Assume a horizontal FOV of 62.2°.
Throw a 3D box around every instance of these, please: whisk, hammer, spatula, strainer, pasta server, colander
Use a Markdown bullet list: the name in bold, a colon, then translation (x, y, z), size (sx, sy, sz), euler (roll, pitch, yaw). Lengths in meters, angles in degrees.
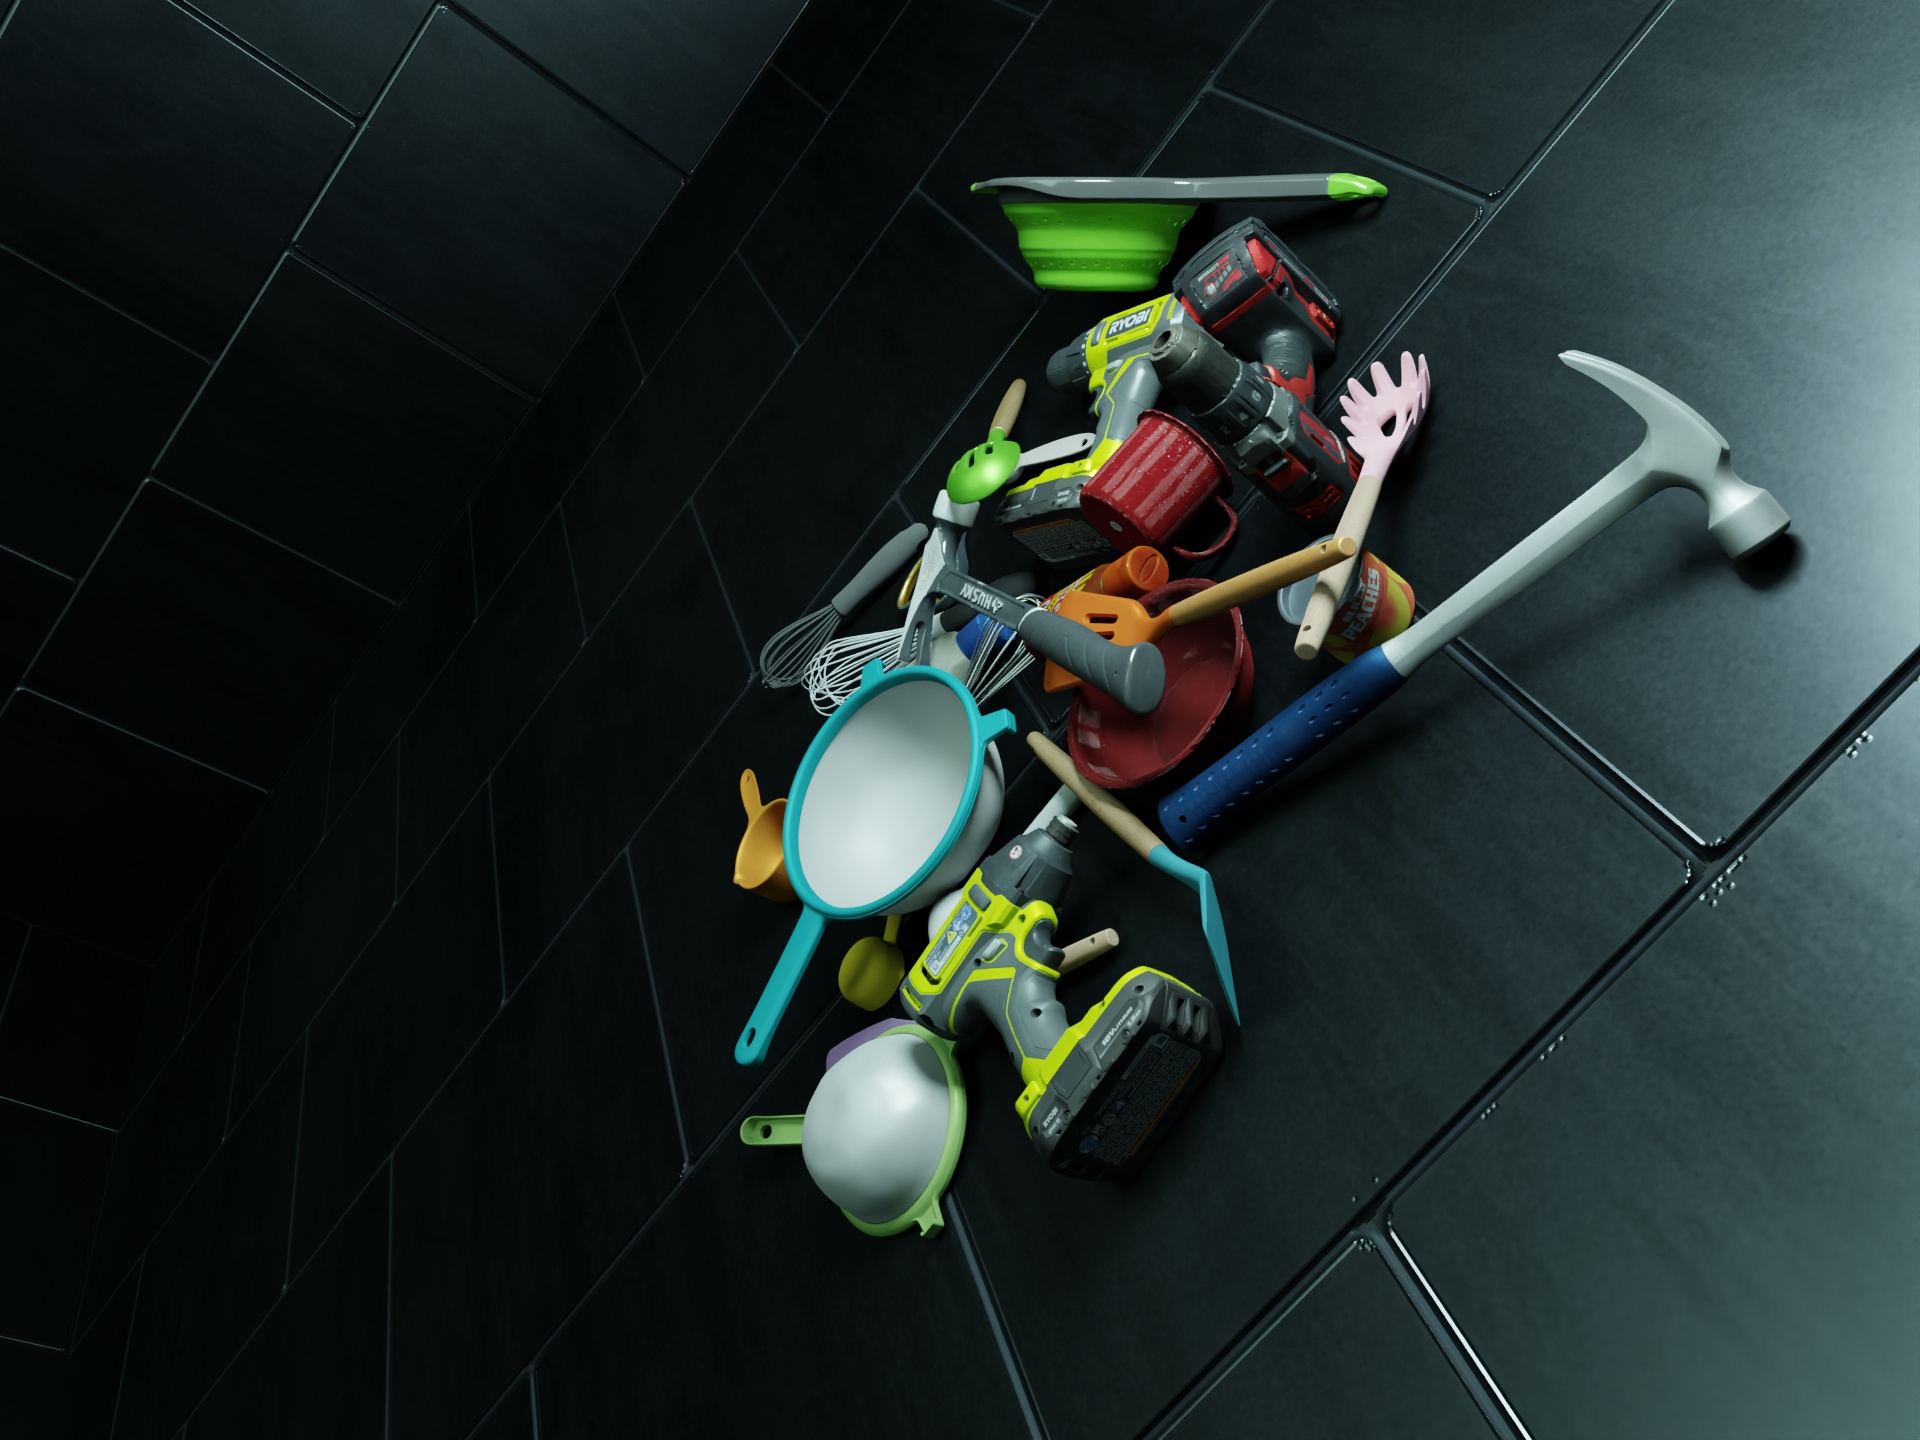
- **whisk**: translation (-0.117, -0.113, 1.586), size (0.239, 0.055, 0.055), euler (-42, 35, 18)
- **hammer**: translation (0.043, -0.071, 1.177), size (0.409, 0.036, 0.149), euler (37, 111, 64)
- **spatula**: translation (0.146, -0.076, 1.029), size (0.322, 0.041, 0.081), euler (-21, 53, 66)
- **strainer**: translation (0.042, 0.101, 1.181), size (0.258, 0.050, 0.087), euler (-51, 17, 7)
- **pasta server**: translation (0.248, -0.140, 0.996), size (0.060, 0.040, 0.316), euler (-14, 30, 36)
- **colander**: translation (0.180, -0.414, 1.360), size (0.397, 0.204, 0.094), euler (16, 112, 43)
- **whisk**: translation (-0.002, -0.004, 1.324), size (0.246, 0.059, 0.058), euler (-55, 43, 16)
- **spatula**: translation (-0.001, 0.217, 1.163), size (0.316, 0.018, 0.060), euler (-34, 46, 37)
- **strainer**: translation (-0.103, 0.297, 1.175), size (0.256, 0.069, 0.152), euler (-17, 58, 45)
- **whisk**: translation (-0.040, -0.075, 1.431), size (0.284, 0.070, 0.070), euler (-24, 45, 37)
- **spatula**: translation (0.110, 0.082, 1.064), size (0.044, 0.082, 0.318), euler (-30, 33, -10)
- **hammer**: translation (0.263, -0.046, 0.941), size (0.405, 0.035, 0.144), euler (-42, 79, 35)
- **strainer**: translation (-0.066, 0.127, 1.252), size (0.211, 0.095, 0.340), euler (23, 84, 50)

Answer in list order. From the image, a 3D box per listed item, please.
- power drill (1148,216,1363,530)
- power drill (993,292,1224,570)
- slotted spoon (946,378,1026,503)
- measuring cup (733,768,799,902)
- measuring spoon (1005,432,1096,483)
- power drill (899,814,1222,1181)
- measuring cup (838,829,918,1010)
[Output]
- **power drill**: translation (0.201, -0.255, 1.114), size (0.080, 0.187, 0.227), euler (-35, 35, 34)
- **power drill**: translation (0.114, -0.245, 1.333), size (0.190, 0.080, 0.229), euler (-5, 58, 54)
- **slotted spoon**: translation (0.034, -0.257, 1.401), size (0.070, 0.031, 0.314), euler (-25, 19, 20)
- **measuring cup**: translation (-0.168, 0.100, 1.470), size (0.095, 0.052, 0.174), euler (-51, 30, 14)
- **measuring spoon**: translation (0.079, -0.237, 1.439), size (0.124, 0.018, 0.034), euler (-9, 58, 44)
- **power drill**: translation (0.062, 0.172, 1.031), size (0.171, 0.080, 0.223), euler (-56, 36, 7)
- **measuring cup**: translation (-0.063, 0.157, 1.290), size (0.062, 0.029, 0.157), euler (-17, 52, 48)
